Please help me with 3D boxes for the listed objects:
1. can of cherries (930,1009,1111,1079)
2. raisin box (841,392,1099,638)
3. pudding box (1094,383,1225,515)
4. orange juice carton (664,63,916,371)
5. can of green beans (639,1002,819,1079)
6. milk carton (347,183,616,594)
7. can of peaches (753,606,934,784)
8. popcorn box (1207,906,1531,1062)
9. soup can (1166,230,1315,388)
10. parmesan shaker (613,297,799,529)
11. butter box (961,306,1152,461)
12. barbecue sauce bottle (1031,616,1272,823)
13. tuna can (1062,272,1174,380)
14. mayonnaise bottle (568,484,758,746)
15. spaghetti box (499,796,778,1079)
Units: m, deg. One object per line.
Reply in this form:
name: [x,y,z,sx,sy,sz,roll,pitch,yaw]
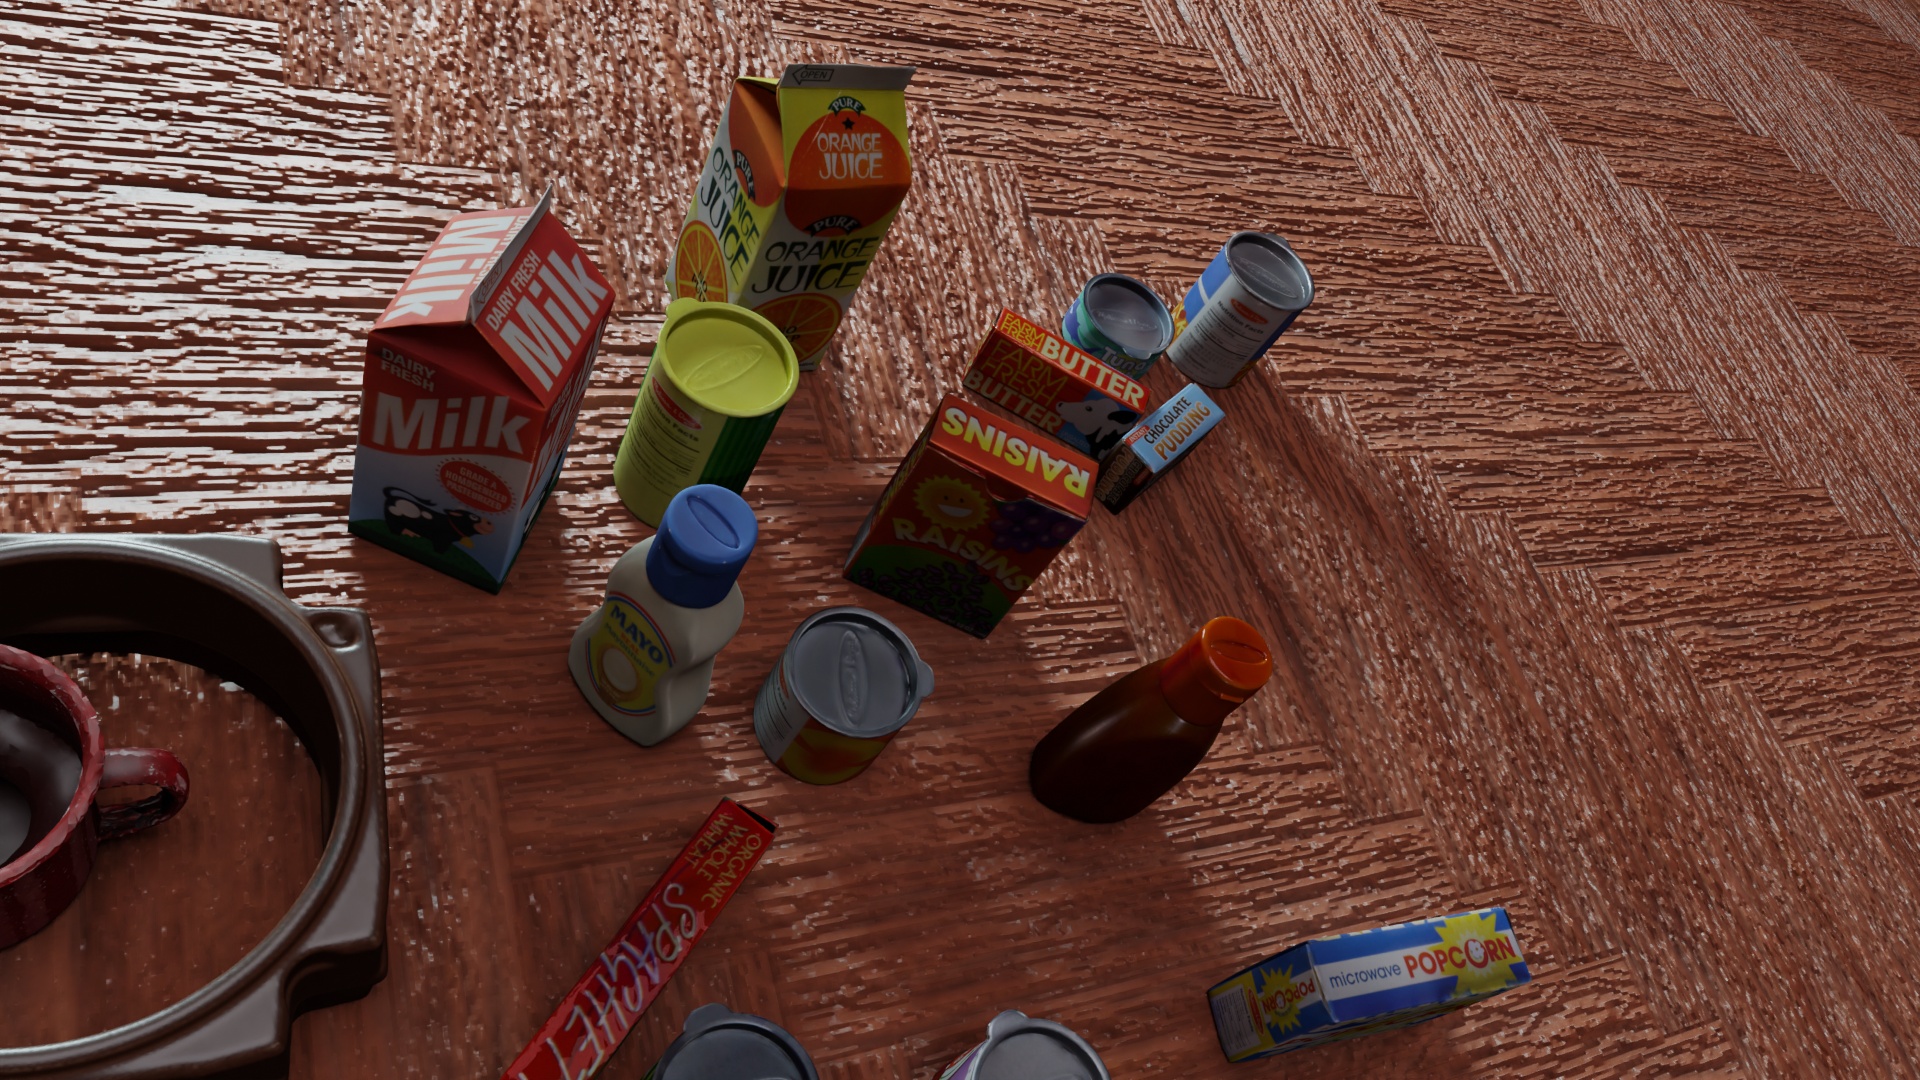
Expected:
can of cherries: [0.022,0.237,0.575,0.071,0.058,0.072,14,53,-19]
raisin box: [0.002,-0.009,0.692,0.086,0.122,0.040,25,50,-10]
pudding box: [0.117,-0.056,0.833,0.030,0.049,0.084,46,50,8]
orange juice carton: [-0.086,-0.170,0.712,0.072,0.191,0.073,-10,64,-33]
can of green beans: [-0.092,0.221,0.528,0.071,0.057,0.071,14,53,-19]
milk carton: [-0.200,-0.063,0.580,0.073,0.189,0.073,25,50,-11]
can of peaches: [-0.056,0.074,0.648,0.071,0.057,0.071,14,53,-19]
popcorn box: [0.194,0.212,0.664,0.127,0.084,0.038,0,59,-27]
soup can: [0.181,-0.151,0.910,0.071,0.083,0.072,14,53,-19]
parmesan shaker: [-0.127,-0.059,0.673,0.071,0.102,0.071,14,53,-19]
butter box: [0.056,-0.092,0.823,0.103,0.053,0.024,29,50,-7]
barbecue sauce bottle: [0.091,0.087,0.656,0.065,0.147,0.044,15,53,-18]
tuna can: [0.101,-0.134,0.890,0.071,0.032,0.071,14,53,-19]
mayonnaise bottle: [-0.123,0.031,0.583,0.065,0.147,0.041,45,50,7]
spaghetti box: [-0.152,0.199,0.517,0.029,0.050,0.251,37,49,0]
